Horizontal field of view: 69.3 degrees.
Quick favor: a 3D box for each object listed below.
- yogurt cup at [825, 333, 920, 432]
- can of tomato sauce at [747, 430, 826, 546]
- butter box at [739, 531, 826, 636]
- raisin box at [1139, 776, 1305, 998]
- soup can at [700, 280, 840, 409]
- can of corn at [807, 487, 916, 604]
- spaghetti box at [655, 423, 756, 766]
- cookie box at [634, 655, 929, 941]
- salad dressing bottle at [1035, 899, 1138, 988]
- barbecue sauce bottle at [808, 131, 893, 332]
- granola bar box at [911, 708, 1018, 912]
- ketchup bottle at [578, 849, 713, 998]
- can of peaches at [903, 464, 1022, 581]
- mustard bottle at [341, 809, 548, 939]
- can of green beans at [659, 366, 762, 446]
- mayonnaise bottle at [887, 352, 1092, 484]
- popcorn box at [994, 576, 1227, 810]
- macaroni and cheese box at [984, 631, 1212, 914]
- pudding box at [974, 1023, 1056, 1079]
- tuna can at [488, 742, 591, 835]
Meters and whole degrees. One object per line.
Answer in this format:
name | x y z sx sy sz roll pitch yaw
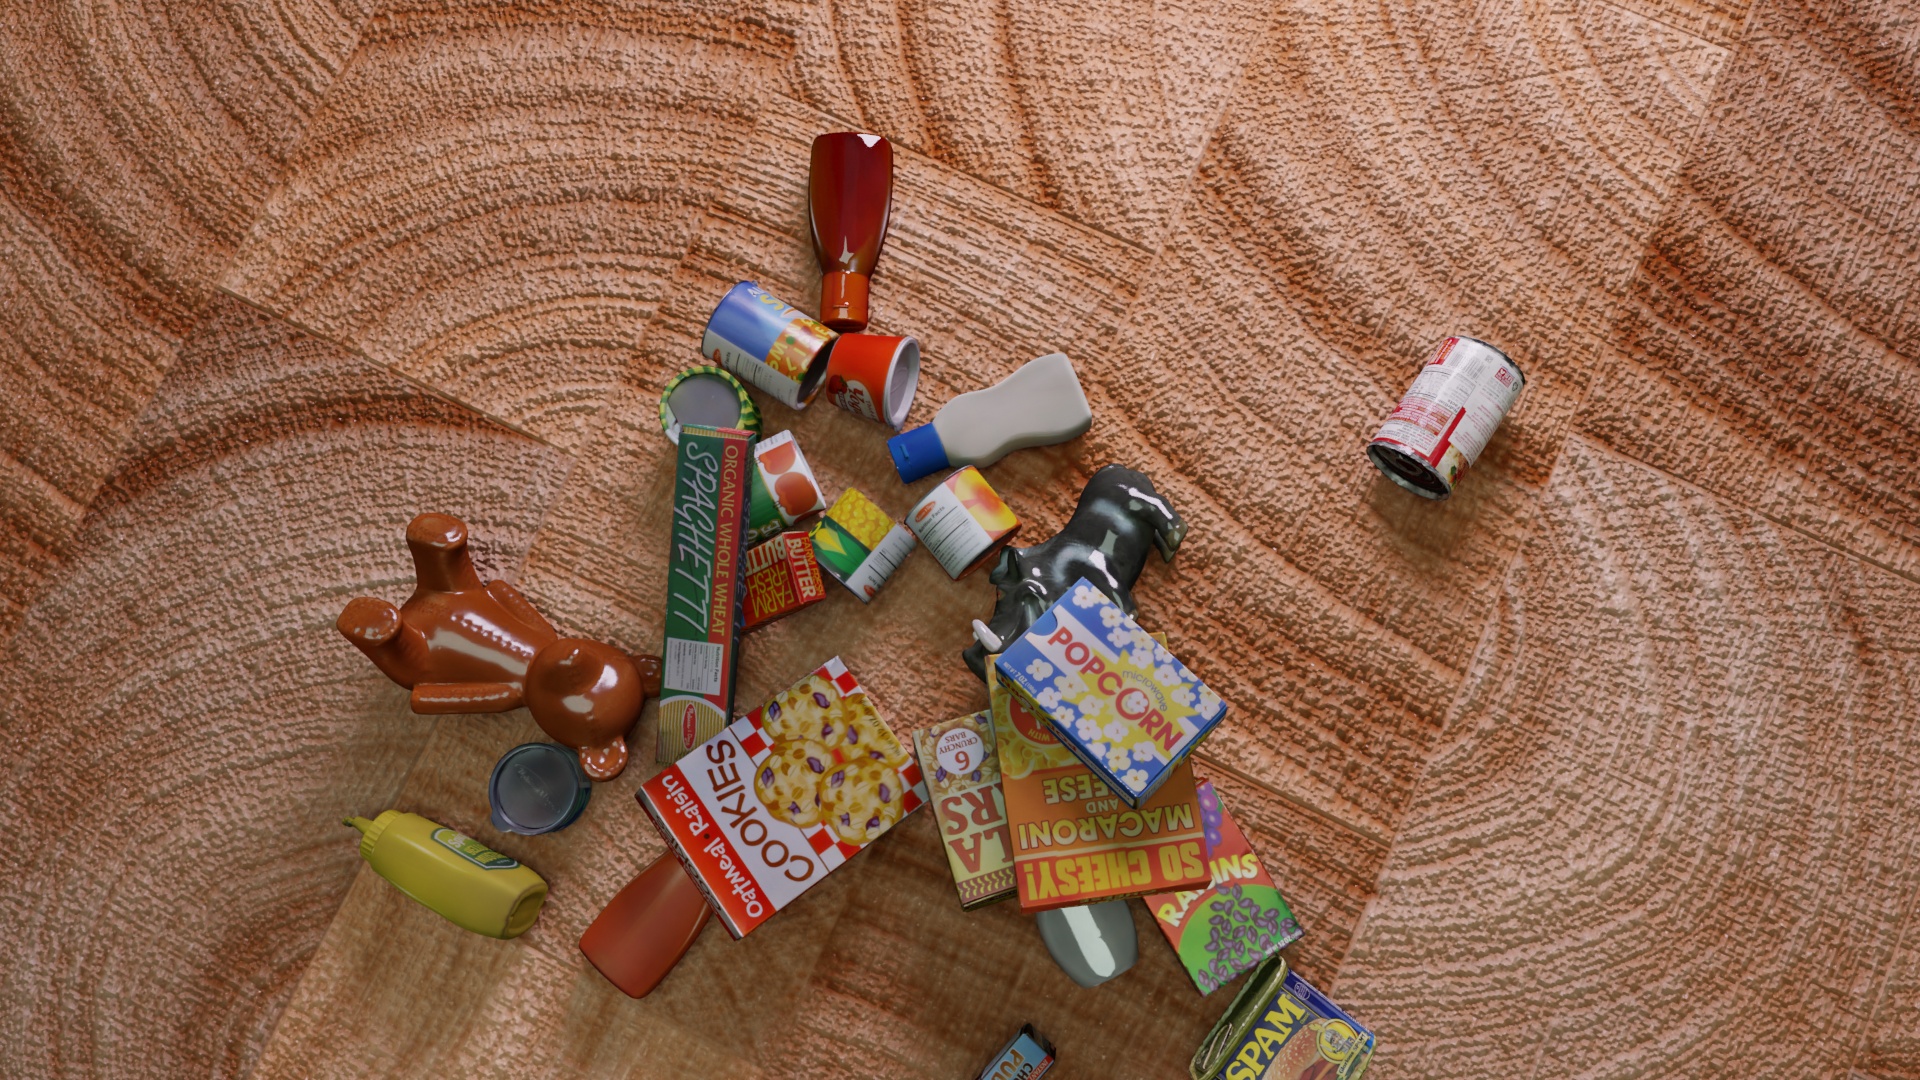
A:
yogurt cup | -0.066 -0.123 1.033 0.054 0.072 0.072 13 82 14
can of tomato sauce | -0.149 -0.033 1.021 0.083 0.071 0.071 -26 80 -2
butter box | -0.141 0.033 0.998 0.103 0.024 0.053 -23 78 43
raisin box | 0.169 0.240 0.970 0.086 0.040 0.123 -31 81 -2
soup can | -0.139 -0.148 1.040 0.084 0.071 0.071 31 84 7
can of corn | -0.076 0.002 1.011 0.071 0.071 0.058 40 84 9
spaghetti box | -0.180 0.041 0.982 0.050 0.029 0.249 7 103 2
cookie box | -0.121 0.178 0.968 0.168 0.040 0.123 -33 81 -25
salad dressing bottle | 0.072 0.235 0.974 0.064 0.044 0.148 -24 78 -8
barbecue sauce bottle | -0.086 -0.235 1.063 0.065 0.043 0.148 2 81 4
granola bar box | 0.062 0.168 0.948 0.166 0.039 0.124 -17 67 -5
ketchup bottle | -0.199 0.248 0.986 0.065 0.043 0.149 40 85 8
can of peaches | 0.004 -0.013 1.010 0.071 0.071 0.058 -40 81 -3
mustard bottle | -0.376 0.230 0.990 0.160 0.065 0.049 24 87 11
can of green beans | -0.186 -0.091 1.036 0.071 0.057 0.071 -1 80 3
mayonnaise bottle | 0.020 -0.085 1.033 0.148 0.041 0.065 -22 77 1
popcorn box | 0.095 0.097 0.890 0.085 0.038 0.127 -43 71 -15
macaroni and cheese box | 0.088 0.151 0.910 0.124 0.040 0.167 -8 66 -1
pudding box | 0.027 0.373 0.949 0.030 0.049 0.084 42 84 10
tuna can | -0.306 0.182 1.009 0.071 0.033 0.071 -1 80 3
